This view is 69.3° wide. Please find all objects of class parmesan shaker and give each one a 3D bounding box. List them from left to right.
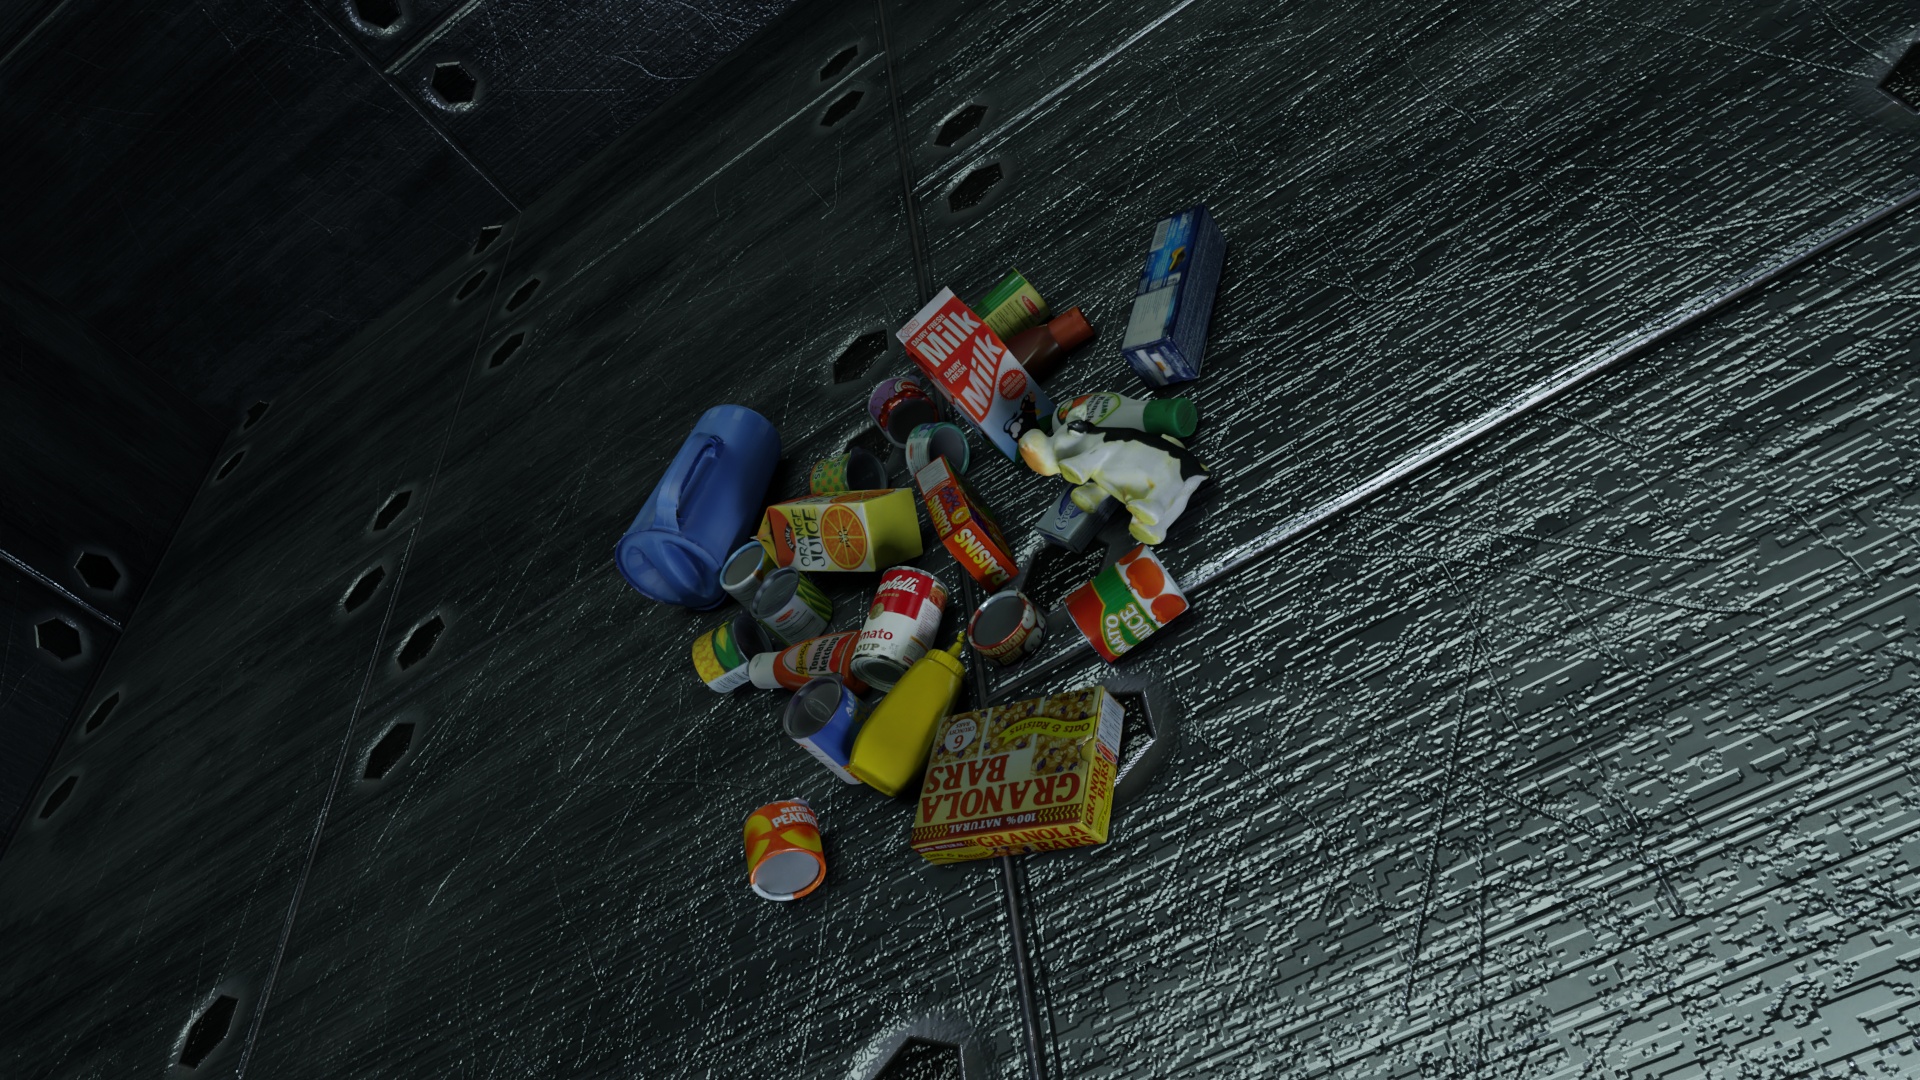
[{"bbox_3d":[0.042,-0.247,1.558,0.103,0.071,0.071,-40,35,4],"label":"parmesan shaker"}]

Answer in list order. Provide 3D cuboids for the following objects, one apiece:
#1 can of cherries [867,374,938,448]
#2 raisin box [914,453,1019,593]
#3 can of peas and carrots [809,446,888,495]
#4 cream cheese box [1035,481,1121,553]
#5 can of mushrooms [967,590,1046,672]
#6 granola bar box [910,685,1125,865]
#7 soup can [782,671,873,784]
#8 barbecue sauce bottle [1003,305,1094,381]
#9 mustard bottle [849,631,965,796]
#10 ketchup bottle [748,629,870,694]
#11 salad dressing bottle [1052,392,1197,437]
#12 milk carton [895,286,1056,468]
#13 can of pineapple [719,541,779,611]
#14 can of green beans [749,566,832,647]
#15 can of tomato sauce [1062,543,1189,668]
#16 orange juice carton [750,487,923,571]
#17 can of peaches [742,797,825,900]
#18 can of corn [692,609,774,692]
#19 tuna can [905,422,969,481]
[{"bbox_3d":[-0.063,-0.146,1.556,0.071,0.071,0.058,-41,35,3],"label":"can of cherries"},{"bbox_3d":[0.005,-0.017,1.338,0.040,0.086,0.124,-35,35,9],"label":"raisin box"},{"bbox_3d":[-0.124,-0.065,1.529,0.058,0.070,0.071,-11,46,38],"label":"can of peas and carrots"},{"bbox_3d":[0.121,-0.038,1.300,0.104,0.024,0.053,-50,35,-11],"label":"cream cheese box"},{"bbox_3d":[0.041,0.081,1.245,0.071,0.033,0.071,-26,38,22],"label":"can of mushrooms"},{"bbox_3d":[0.045,0.190,1.120,0.165,0.039,0.125,-16,43,33],"label":"granola bar box"},{"bbox_3d":[-0.106,0.169,1.252,0.071,0.083,0.072,-26,38,23],"label":"soup can"},{"bbox_3d":[0.073,-0.199,1.501,0.148,0.043,0.065,-32,42,14],"label":"barbecue sauce bottle"},{"bbox_3d":[-0.035,0.147,1.227,0.161,0.065,0.048,-55,-3,-25],"label":"mustard bottle"},{"bbox_3d":[-0.147,0.125,1.374,0.148,0.043,0.065,-9,47,39],"label":"ketchup bottle"},{"bbox_3d":[0.156,-0.115,1.330,0.147,0.044,0.064,1,49,45],"label":"salad dressing bottle"},{"bbox_3d":[0.016,-0.166,1.393,0.072,0.190,0.073,-45,34,-3],"label":"milk carton"},{"bbox_3d":[-0.220,0.041,1.522,0.071,0.057,0.071,-26,38,23],"label":"can of pineapple"},{"bbox_3d":[-0.176,0.070,1.448,0.071,0.057,0.071,-26,38,23],"label":"can of green beans"},{"bbox_3d":[0.138,0.053,1.151,0.083,0.071,0.071,-36,35,9],"label":"can of tomato sauce"},{"bbox_3d":[-0.135,-0.011,1.457,0.192,0.073,0.072,-1,13,44],"label":"orange juice carton"},{"bbox_3d":[-0.152,0.268,1.206,0.071,0.071,0.058,-36,36,10],"label":"can of peaches"},{"bbox_3d":[-0.238,0.116,1.451,0.058,0.071,0.071,-29,37,20],"label":"can of corn"},{"bbox_3d":[-0.022,-0.092,1.465,0.033,0.071,0.071,0,53,44],"label":"tuna can"}]
